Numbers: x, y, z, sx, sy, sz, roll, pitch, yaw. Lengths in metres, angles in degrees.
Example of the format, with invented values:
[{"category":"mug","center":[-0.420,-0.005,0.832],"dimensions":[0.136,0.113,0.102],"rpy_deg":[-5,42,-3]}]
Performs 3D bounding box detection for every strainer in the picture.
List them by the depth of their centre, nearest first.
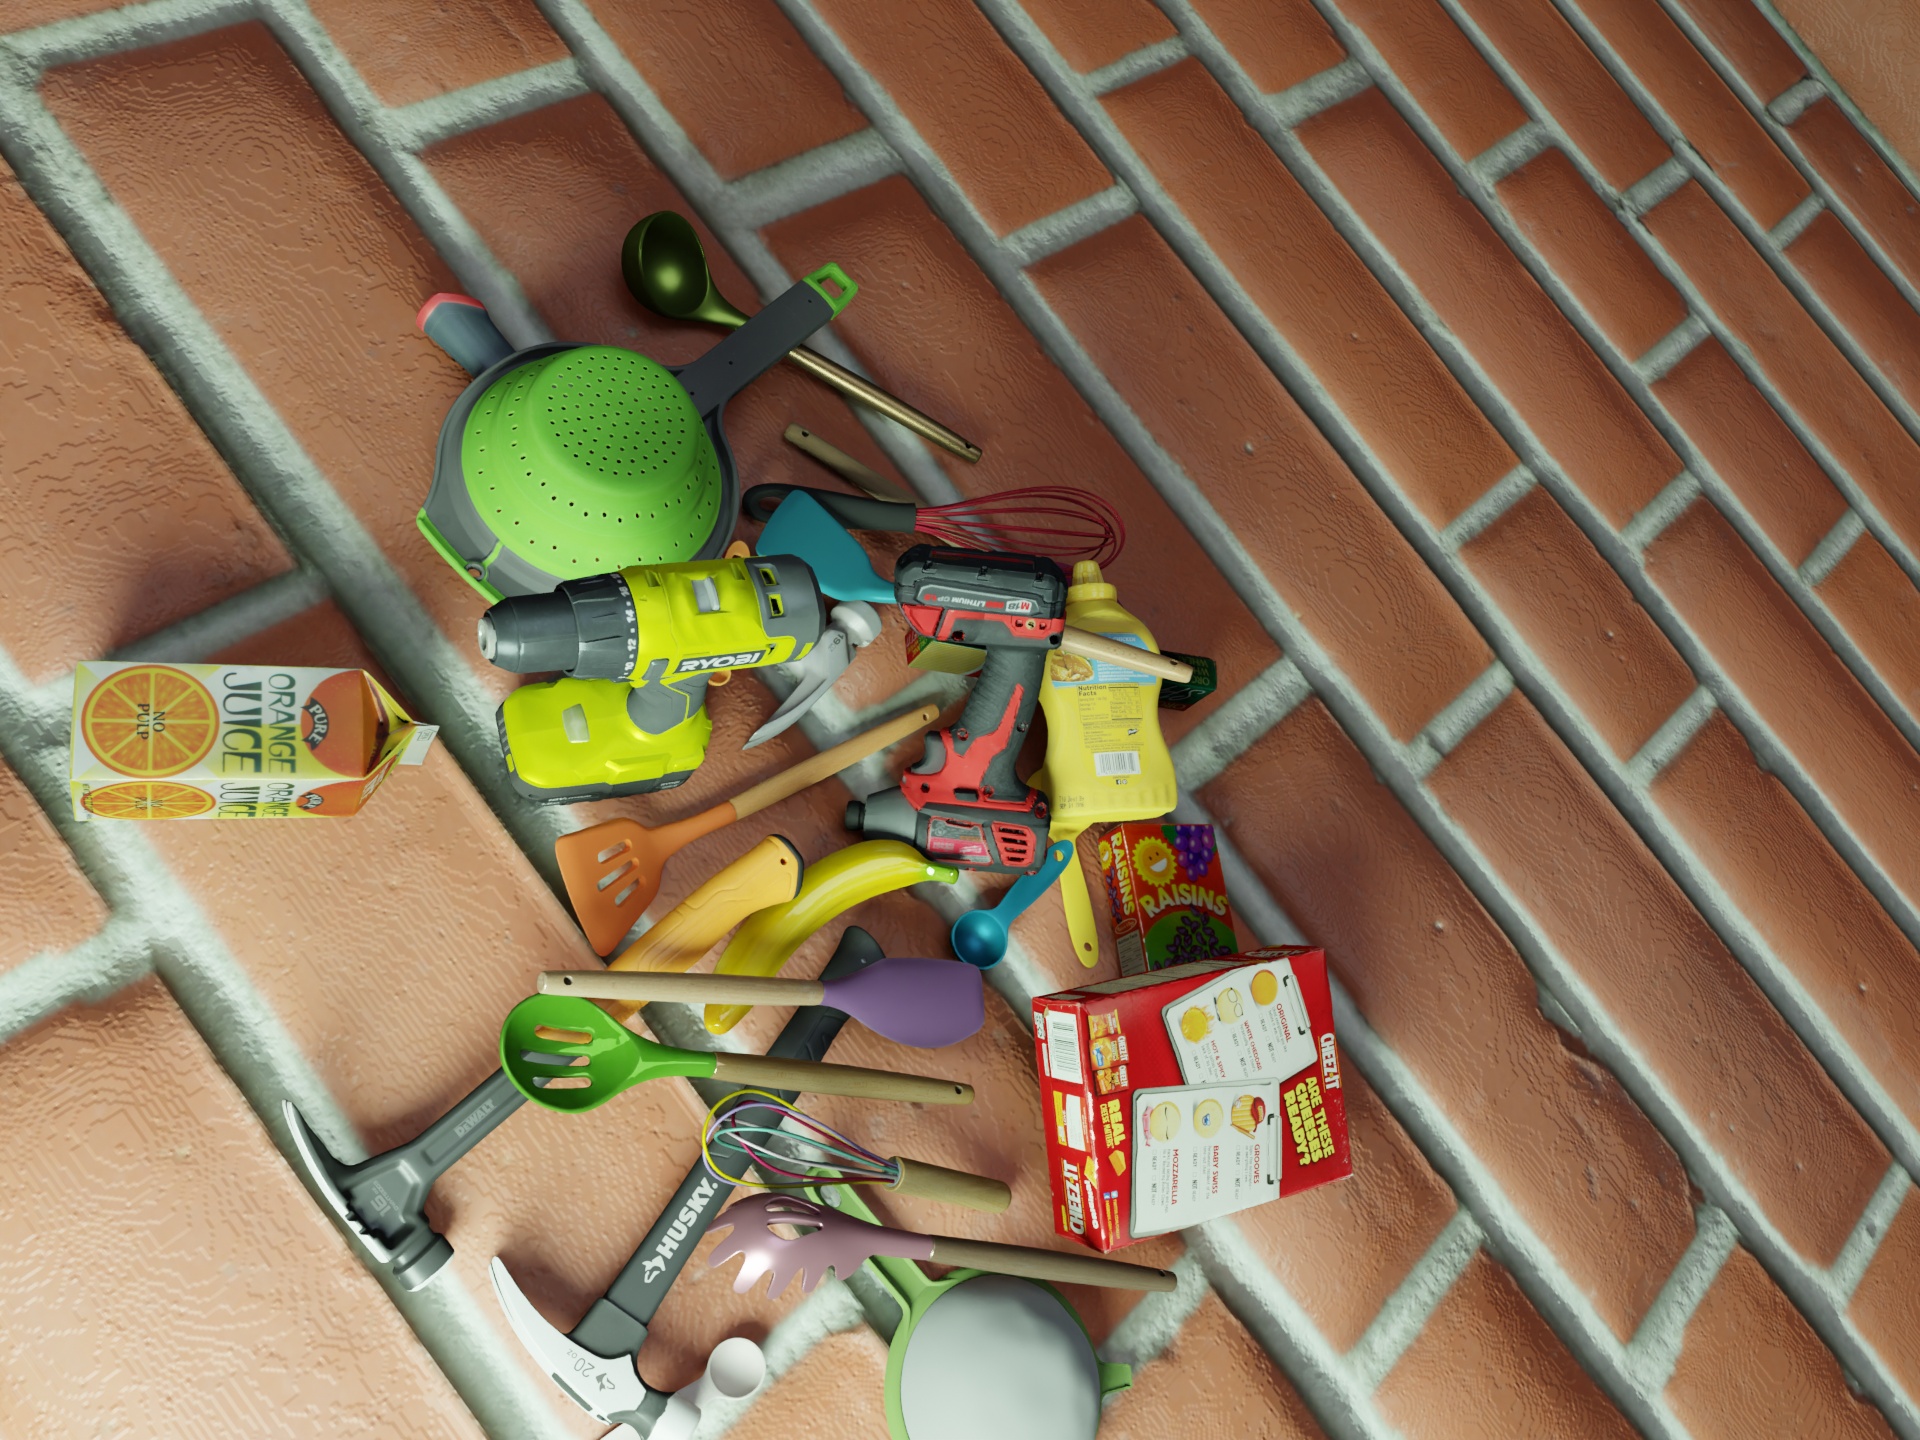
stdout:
[{"category":"strainer","center":[0.000,0.369,0.975],"dimensions":[0.256,0.069,0.151],"rpy_deg":[50,55,0]}]

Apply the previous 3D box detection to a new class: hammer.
[{"category":"hammer","center":[-0.227,0.171,0.946],"dimensions":[0.337,0.034,0.127],"rpy_deg":[-40,100,-30]},{"category":"hammer","center":[-0.142,0.257,0.973],"dimensions":[0.146,0.035,0.335],"rpy_deg":[35,54,-1]},{"category":"hammer","center":[-0.238,-0.150,1.118],"dimensions":[0.386,0.038,0.143],"rpy_deg":[42,57,-4]}]

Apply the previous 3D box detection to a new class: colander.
[{"category":"colander","center":[-0.190,-0.230,1.095],"dimensions":[0.204,0.094,0.397],"rpy_deg":[44,59,-3]}]

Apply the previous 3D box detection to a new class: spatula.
[{"category":"spatula","center":[-0.110,0.170,0.987],"dimensions":[0.315,0.018,0.060],"rpy_deg":[10,67,-35]},{"category":"spatula","center":[-0.131,0.052,1.075],"dimensions":[0.322,0.041,0.081],"rpy_deg":[-27,105,-35]},{"category":"spatula","center":[0.013,-0.084,1.129],"dimensions":[0.317,0.044,0.082],"rpy_deg":[17,45,7]}]

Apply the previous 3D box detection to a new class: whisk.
[{"category":"whisk","center":[-0.056,0.269,0.972],"dimensions":[0.244,0.051,0.047],"rpy_deg":[26,40,-38]},{"category":"whisk","center":[-0.017,-0.152,1.203],"dimensions":[0.295,0.073,0.073],"rpy_deg":[4,65,-12]}]

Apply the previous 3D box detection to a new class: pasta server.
[{"category":"pasta server","center":[-0.001,0.327,0.965],"dimensions":[0.316,0.040,0.060],"rpy_deg":[17,33,-27]}]

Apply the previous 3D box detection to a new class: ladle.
[{"category":"ladle","center":[-0.116,-0.287,1.235],"dimensions":[0.320,0.062,0.078],"rpy_deg":[27,63,-16]}]

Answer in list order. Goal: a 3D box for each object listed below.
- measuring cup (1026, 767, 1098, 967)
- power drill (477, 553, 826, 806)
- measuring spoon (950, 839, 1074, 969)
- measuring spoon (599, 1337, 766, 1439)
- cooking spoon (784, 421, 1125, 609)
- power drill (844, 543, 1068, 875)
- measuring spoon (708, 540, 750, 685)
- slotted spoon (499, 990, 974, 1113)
[{"category":"measuring cup","center":[0.086,0.102,1.168],"dimensions":[0.062,0.029,0.157],"rpy_deg":[2,65,-26]},{"category":"power drill","center":[-0.206,-0.025,0.959],"dimensions":[0.190,0.228,0.080],"rpy_deg":[-8,71,-30]},{"category":"measuring spoon","center":[0.037,0.129,1.132],"dimensions":[0.042,0.021,0.128],"rpy_deg":[48,59,-2]},{"category":"measuring spoon","center":[-0.168,0.400,0.913],"dimensions":[0.124,0.018,0.034],"rpy_deg":[-27,68,-27]},{"category":"cooking spoon","center":[0.001,-0.142,1.247],"dimensions":[0.318,0.017,0.069],"rpy_deg":[32,66,-11]},{"category":"power drill","center":[-0.002,-0.003,1.086],"dimensions":[0.143,0.078,0.219],"rpy_deg":[6,106,0]},{"category":"measuring spoon","center":[-0.161,-0.074,1.096],"dimensions":[0.021,0.011,0.117],"rpy_deg":[17,60,-20]},{"category":"slotted spoon","center":[-0.126,0.212,0.958],"dimensions":[0.313,0.031,0.070],"rpy_deg":[14,56,-29]}]
